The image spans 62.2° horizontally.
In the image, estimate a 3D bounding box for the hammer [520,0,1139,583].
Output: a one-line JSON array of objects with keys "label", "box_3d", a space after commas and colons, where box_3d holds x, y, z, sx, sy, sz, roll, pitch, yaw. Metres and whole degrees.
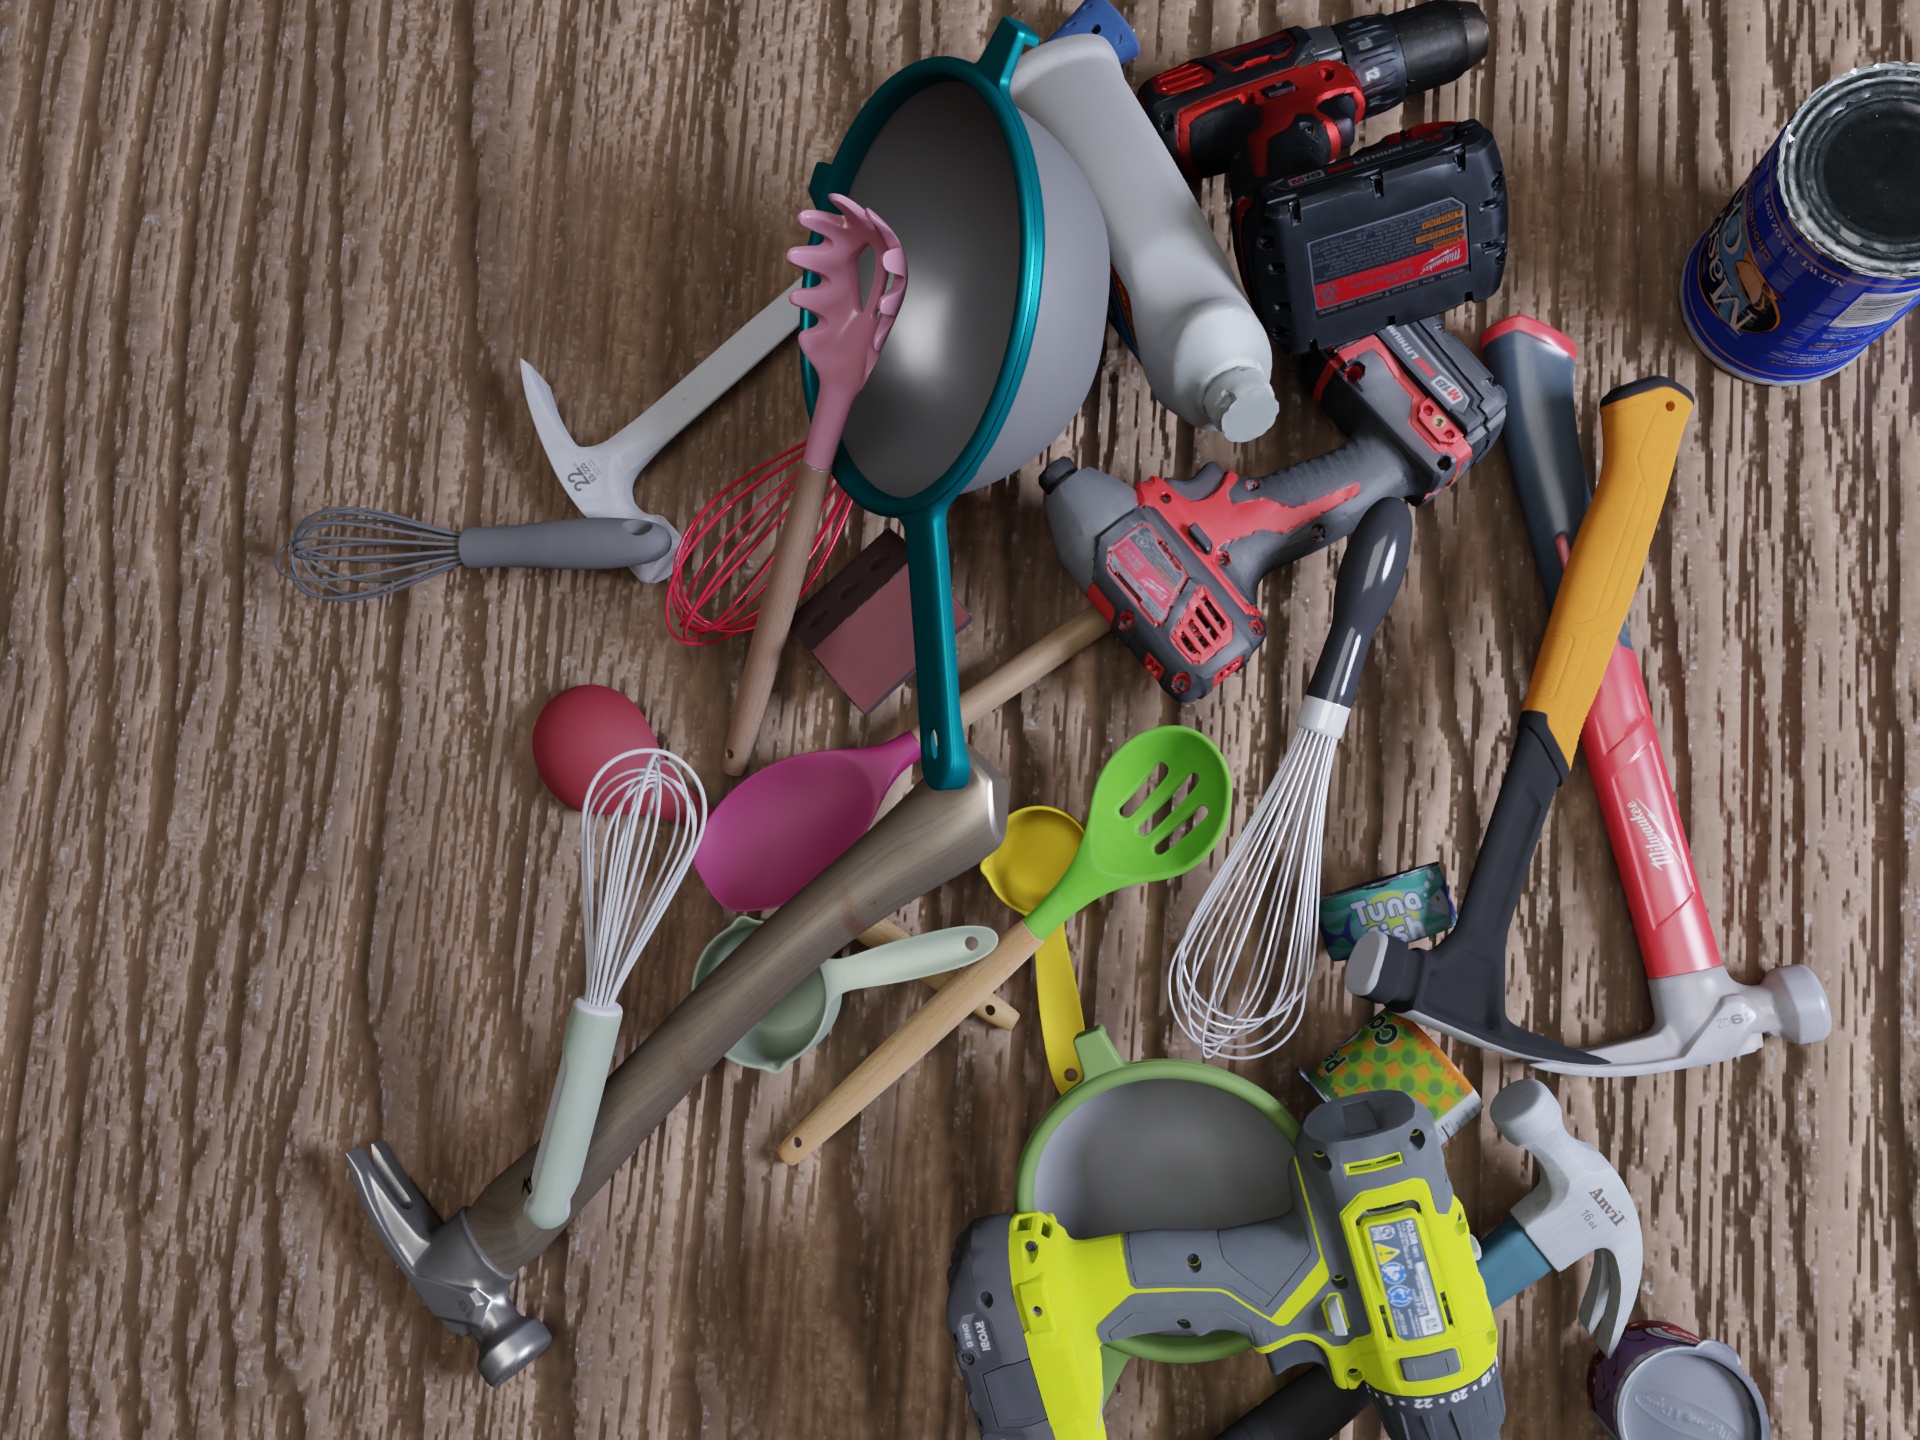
[{"label": "hammer", "box_3d": [-0.069, -0.261, 0.892, 0.405, 0.035, 0.144, -41, 79, 0]}]

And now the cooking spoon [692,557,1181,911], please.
[{"label": "cooking spoon", "box_3d": [-0.001, -0.003, 0.842, 0.319, 0.017, 0.069, -34, 80, -4]}]

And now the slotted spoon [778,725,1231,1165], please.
[{"label": "slotted spoon", "box_3d": [0.018, 0.122, 0.808, 0.313, 0.031, 0.070, -44, 68, 10]}]

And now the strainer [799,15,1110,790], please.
[{"label": "strainer", "box_3d": [0.013, -0.138, 0.768, 0.095, 0.211, 0.340, -2, 87, -33]}]

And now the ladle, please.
[{"label": "ladle", "box_3d": [-0.104, 0.077, 0.854, 0.315, 0.031, 0.069, 32, 95, 9]}]

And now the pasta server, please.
[{"label": "pasta server", "box_3d": [-0.083, -0.102, 0.790, 0.060, 0.040, 0.316, 34, 122, 25]}]

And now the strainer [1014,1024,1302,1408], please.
[{"label": "strainer", "box_3d": [0.085, 0.276, 0.790, 0.151, 0.069, 0.256, 24, 103, 6]}]

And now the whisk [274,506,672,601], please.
[{"label": "whisk", "box_3d": [-0.270, -0.094, 0.874, 0.239, 0.055, 0.055, -1, 82, 15]}]

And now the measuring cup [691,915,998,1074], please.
[{"label": "measuring cup", "box_3d": [-0.057, 0.129, 0.823, 0.167, 0.038, 0.083, -15, 85, 13]}]

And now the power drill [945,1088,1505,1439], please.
[{"label": "power drill", "box_3d": [0.124, 0.282, 0.710, 0.228, 0.080, 0.190, -15, 95, 9]}]

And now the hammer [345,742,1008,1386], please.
[{"label": "hammer", "box_3d": [-0.140, 0.154, 0.806, 0.410, 0.038, 0.146, -44, 77, 10]}]

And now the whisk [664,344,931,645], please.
[{"label": "whisk", "box_3d": [-0.057, -0.155, 0.866, 0.073, 0.073, 0.296, 40, 83, 11]}]

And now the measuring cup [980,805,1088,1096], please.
[{"label": "measuring cup", "box_3d": [0.049, 0.121, 0.833, 0.062, 0.029, 0.156, -8, 93, 9]}]

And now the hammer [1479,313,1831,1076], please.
[{"label": "hammer", "box_3d": [0.311, -0.018, 0.808, 0.143, 0.038, 0.386, -13, 80, 7]}]

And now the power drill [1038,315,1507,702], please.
[{"label": "power drill", "box_3d": [0.153, -0.126, 0.815, 0.219, 0.078, 0.143, -38, 79, -3]}]

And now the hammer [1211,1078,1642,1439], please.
[{"label": "hammer", "box_3d": [0.183, 0.319, 0.764, 0.331, 0.033, 0.128, -40, 101, 5]}]

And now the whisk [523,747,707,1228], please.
[{"label": "whisk", "box_3d": [-0.176, 0.132, 0.777, 0.059, 0.058, 0.246, 14, 95, -13]}]

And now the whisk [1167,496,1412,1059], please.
[{"label": "whisk", "box_3d": [0.165, 0.029, 0.767, 0.070, 0.070, 0.284, 18, 93, 9]}]

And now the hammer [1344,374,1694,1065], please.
[{"label": "hammer", "box_3d": [0.294, -0.006, 0.762, 0.127, 0.034, 0.337, 22, 82, -10]}]

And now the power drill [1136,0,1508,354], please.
[{"label": "power drill", "box_3d": [0.200, -0.289, 0.797, 0.188, 0.080, 0.227, -16, 42, 5]}]
